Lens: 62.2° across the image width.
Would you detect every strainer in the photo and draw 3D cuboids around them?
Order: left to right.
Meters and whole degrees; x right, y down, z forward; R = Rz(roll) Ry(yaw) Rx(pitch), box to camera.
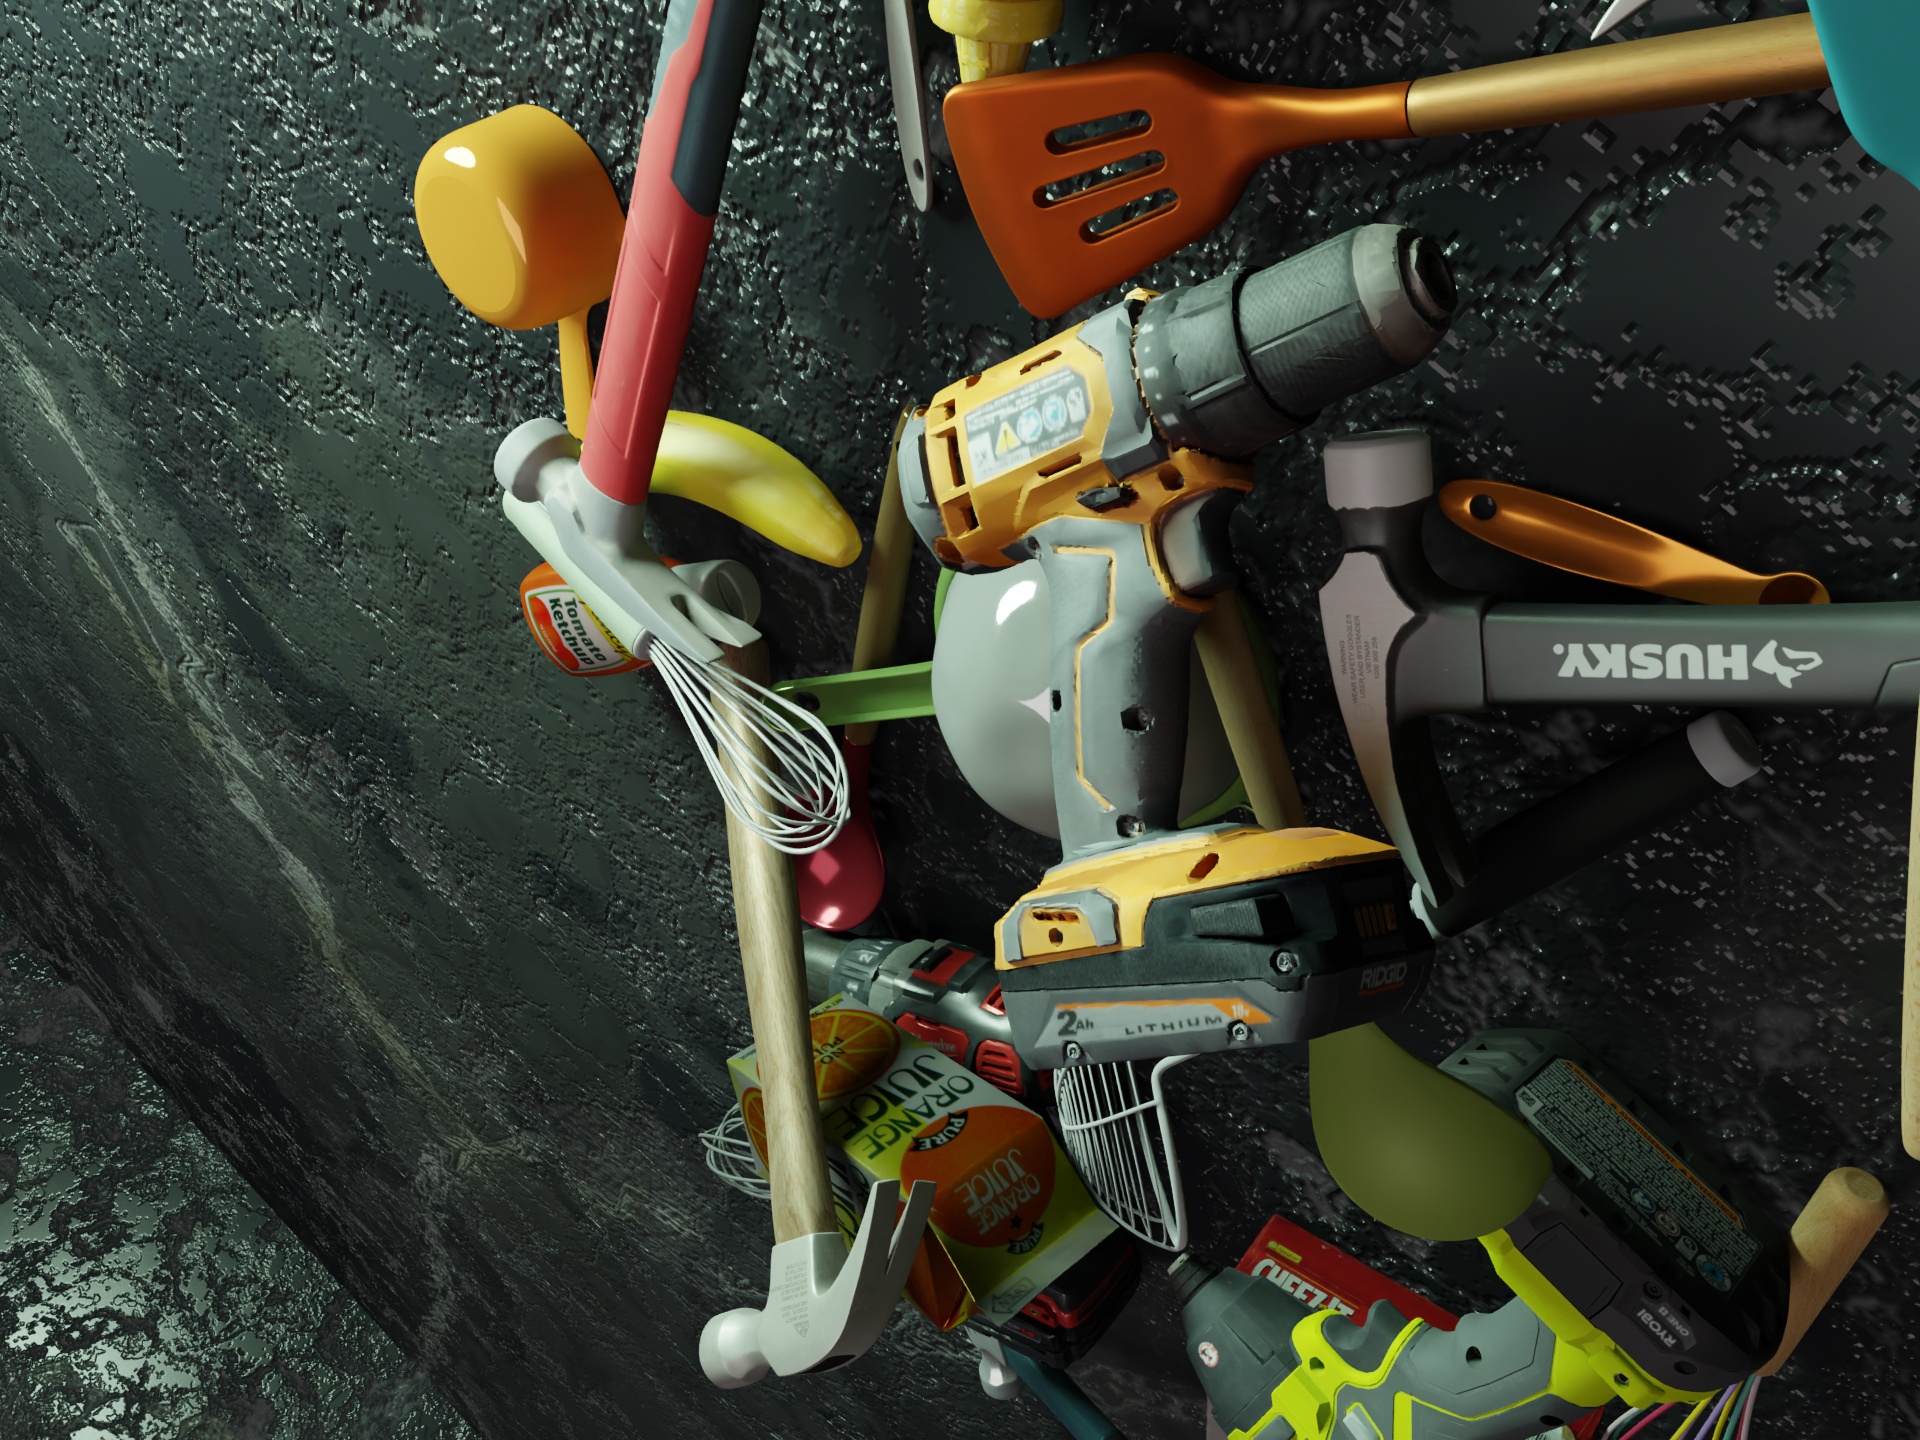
[{"bbox_3d":[-0.001,-0.002,0.637,0.256,0.069,0.151,-5,118,39],"label":"strainer"}]

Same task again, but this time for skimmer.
[{"bbox_3d":[0.153,0.100,0.608,0.363,0.090,0.127,-41,48,41],"label":"skimmer"}]

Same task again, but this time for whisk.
[{"bbox_3d":[-0.131,-0.032,0.712,0.246,0.057,0.059,44,115,23],"label":"whisk"},{"bbox_3d":[-0.040,0.232,0.798,0.239,0.055,0.055,4,124,37],"label":"whisk"},{"bbox_3d":[0.295,0.250,0.607,0.047,0.051,0.244,4,128,-1],"label":"whisk"}]

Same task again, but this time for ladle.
[{"bbox_3d":[-0.044,-0.012,0.728,0.069,0.031,0.315,32,137,17],"label":"ladle"},{"bbox_3d":[0.112,0.016,0.528,0.078,0.062,0.320,-30,76,64],"label":"ladle"}]

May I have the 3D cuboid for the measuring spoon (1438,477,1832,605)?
[{"bbox_3d":[0.197,-0.051,0.471,0.117,0.011,0.021,26,122,32],"label":"measuring spoon"}]

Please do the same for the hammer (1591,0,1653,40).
[{"bbox_3d":[0.284,-0.010,0.315,0.146,0.038,0.410,-27,99,33],"label":"hammer"}]

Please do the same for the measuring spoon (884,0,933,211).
[{"bbox_3d":[-0.013,-0.228,0.527,0.034,0.018,0.124,52,158,41],"label":"measuring spoon"}]

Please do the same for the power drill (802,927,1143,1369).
[{"bbox_3d":[-0.002,0.210,0.835,0.188,0.080,0.226,10,125,39],"label":"power drill"}]

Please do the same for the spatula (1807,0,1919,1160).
[{"bbox_3d":[0.230,-0.037,0.364,0.082,0.044,0.317,4,108,33],"label":"spatula"}]

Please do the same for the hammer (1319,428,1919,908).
[{"bbox_3d":[0.253,-0.011,0.406,0.335,0.035,0.146,3,106,39],"label":"hammer"}]

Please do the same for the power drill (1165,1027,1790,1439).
[{"bbox_3d":[0.181,0.229,0.608,0.171,0.080,0.223,46,127,24],"label":"power drill"}]

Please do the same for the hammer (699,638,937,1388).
[{"bbox_3d":[-0.081,0.112,0.707,0.130,0.031,0.332,-30,59,38],"label":"hammer"}]

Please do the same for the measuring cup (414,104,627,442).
[{"bbox_3d":[-0.194,-0.180,0.710,0.095,0.052,0.173,26,135,27],"label":"measuring cup"}]

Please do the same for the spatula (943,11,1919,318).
[{"bbox_3d":[0.139,-0.157,0.412,0.323,0.041,0.080,7,138,39],"label":"spatula"}]

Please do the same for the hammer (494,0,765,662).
[{"bbox_3d":[-0.090,-0.192,0.572,0.143,0.038,0.386,42,135,17],"label":"hammer"}]

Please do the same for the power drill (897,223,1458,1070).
[{"bbox_3d":[0.075,-0.020,0.471,0.185,0.084,0.226,-18,78,41],"label":"power drill"}]

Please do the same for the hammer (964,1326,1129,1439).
[{"bbox_3d":[0.090,0.403,0.854,0.331,0.033,0.128,28,138,55],"label":"hammer"}]
